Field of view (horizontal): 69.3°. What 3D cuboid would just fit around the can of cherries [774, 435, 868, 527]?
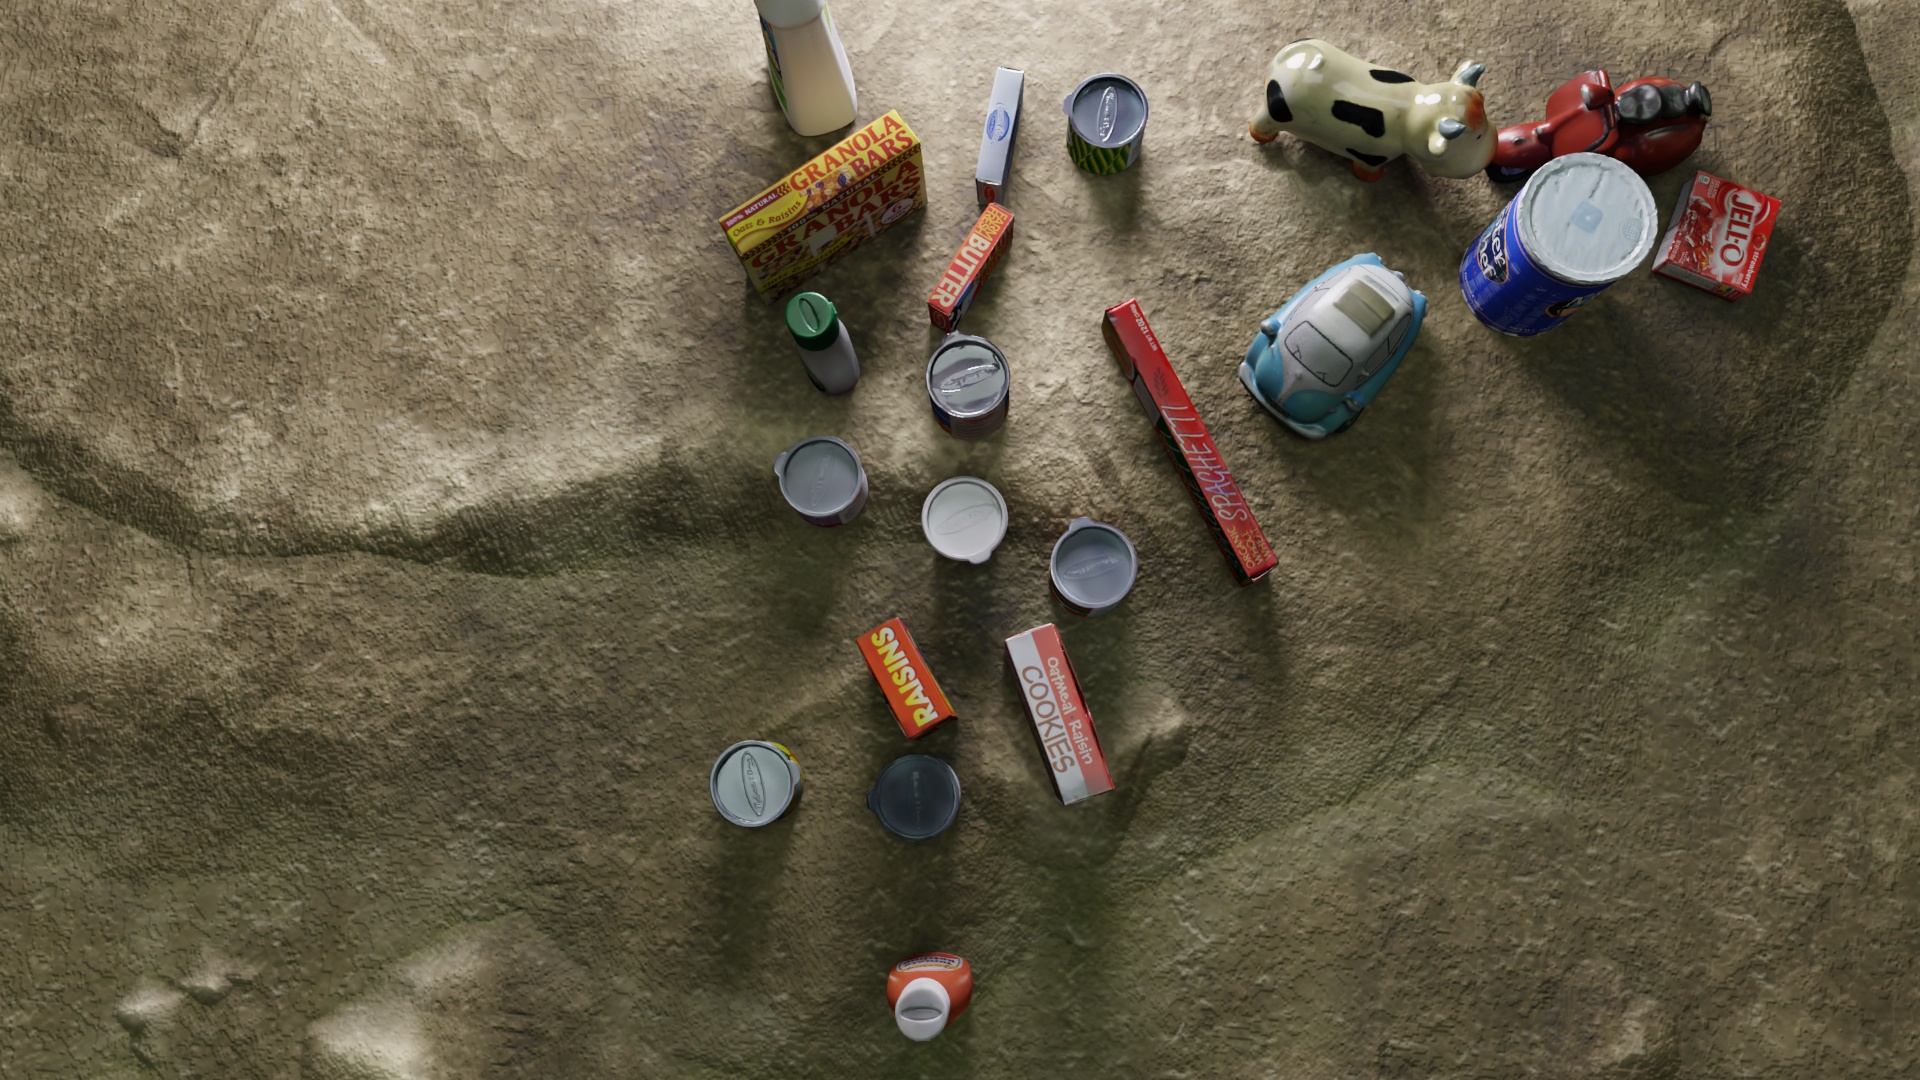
[{"bbox_3d":[-0.112,-0.048,1.126,0.071,0.058,0.071,0,81,1],"label":"can of cherries"}]

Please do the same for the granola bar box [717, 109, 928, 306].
[{"bbox_3d":[-0.108,-0.268,1.128,0.166,0.124,0.039,-33,82,-4],"label":"granola bar box"}]

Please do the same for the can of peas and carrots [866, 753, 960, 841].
[{"bbox_3d":[-0.035,0.200,1.084,0.071,0.058,0.071,0,81,1],"label":"can of peas and carrots"}]

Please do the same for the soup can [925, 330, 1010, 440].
[{"bbox_3d":[0.006,-0.124,1.122,0.071,0.083,0.071,0,81,2],"label":"soup can"}]

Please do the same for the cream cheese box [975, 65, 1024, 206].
[{"bbox_3d":[0.033,-0.339,1.172,0.024,0.053,0.104,10,81,3],"label":"cream cheese box"}]

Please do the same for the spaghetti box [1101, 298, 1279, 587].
[{"bbox_3d":[0.184,-0.079,1.128,0.029,0.050,0.250,-27,81,-2],"label":"spaghetti box"}]

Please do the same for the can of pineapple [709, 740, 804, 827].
[{"bbox_3d":[-0.157,0.190,1.089,0.071,0.058,0.071,0,81,1],"label":"can of pineapple"}]

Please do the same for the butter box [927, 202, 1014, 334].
[{"bbox_3d":[0.009,-0.226,1.154,0.024,0.053,0.103,31,83,6],"label":"butter box"}]

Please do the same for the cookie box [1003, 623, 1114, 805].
[{"bbox_3d":[0.071,0.131,1.038,0.040,0.167,0.123,-20,81,-1],"label":"cookie box"}]

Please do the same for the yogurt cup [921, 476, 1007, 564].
[{"bbox_3d":[0.004,-0.014,1.120,0.072,0.054,0.072,0,81,1],"label":"yogurt cup"}]

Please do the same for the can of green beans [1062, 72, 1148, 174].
[{"bbox_3d":[0.122,-0.349,1.169,0.071,0.057,0.071,0,81,1],"label":"can of green beans"}]

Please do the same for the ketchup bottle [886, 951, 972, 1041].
[{"bbox_3d":[-0.024,0.334,1.017,0.065,0.148,0.043,-3,81,1],"label":"ketchup bottle"}]

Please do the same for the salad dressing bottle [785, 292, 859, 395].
[{"bbox_3d":[-0.110,-0.157,1.098,0.044,0.147,0.064,-25,82,-2],"label":"salad dressing bottle"}]

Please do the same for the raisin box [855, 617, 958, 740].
[{"bbox_3d":[-0.040,0.108,1.066,0.040,0.123,0.086,-28,82,-3],"label":"raisin box"}]

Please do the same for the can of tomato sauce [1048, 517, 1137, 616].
[{"bbox_3d":[0.102,0.023,1.097,0.071,0.083,0.071,0,81,2],"label":"can of tomato sauce"}]
